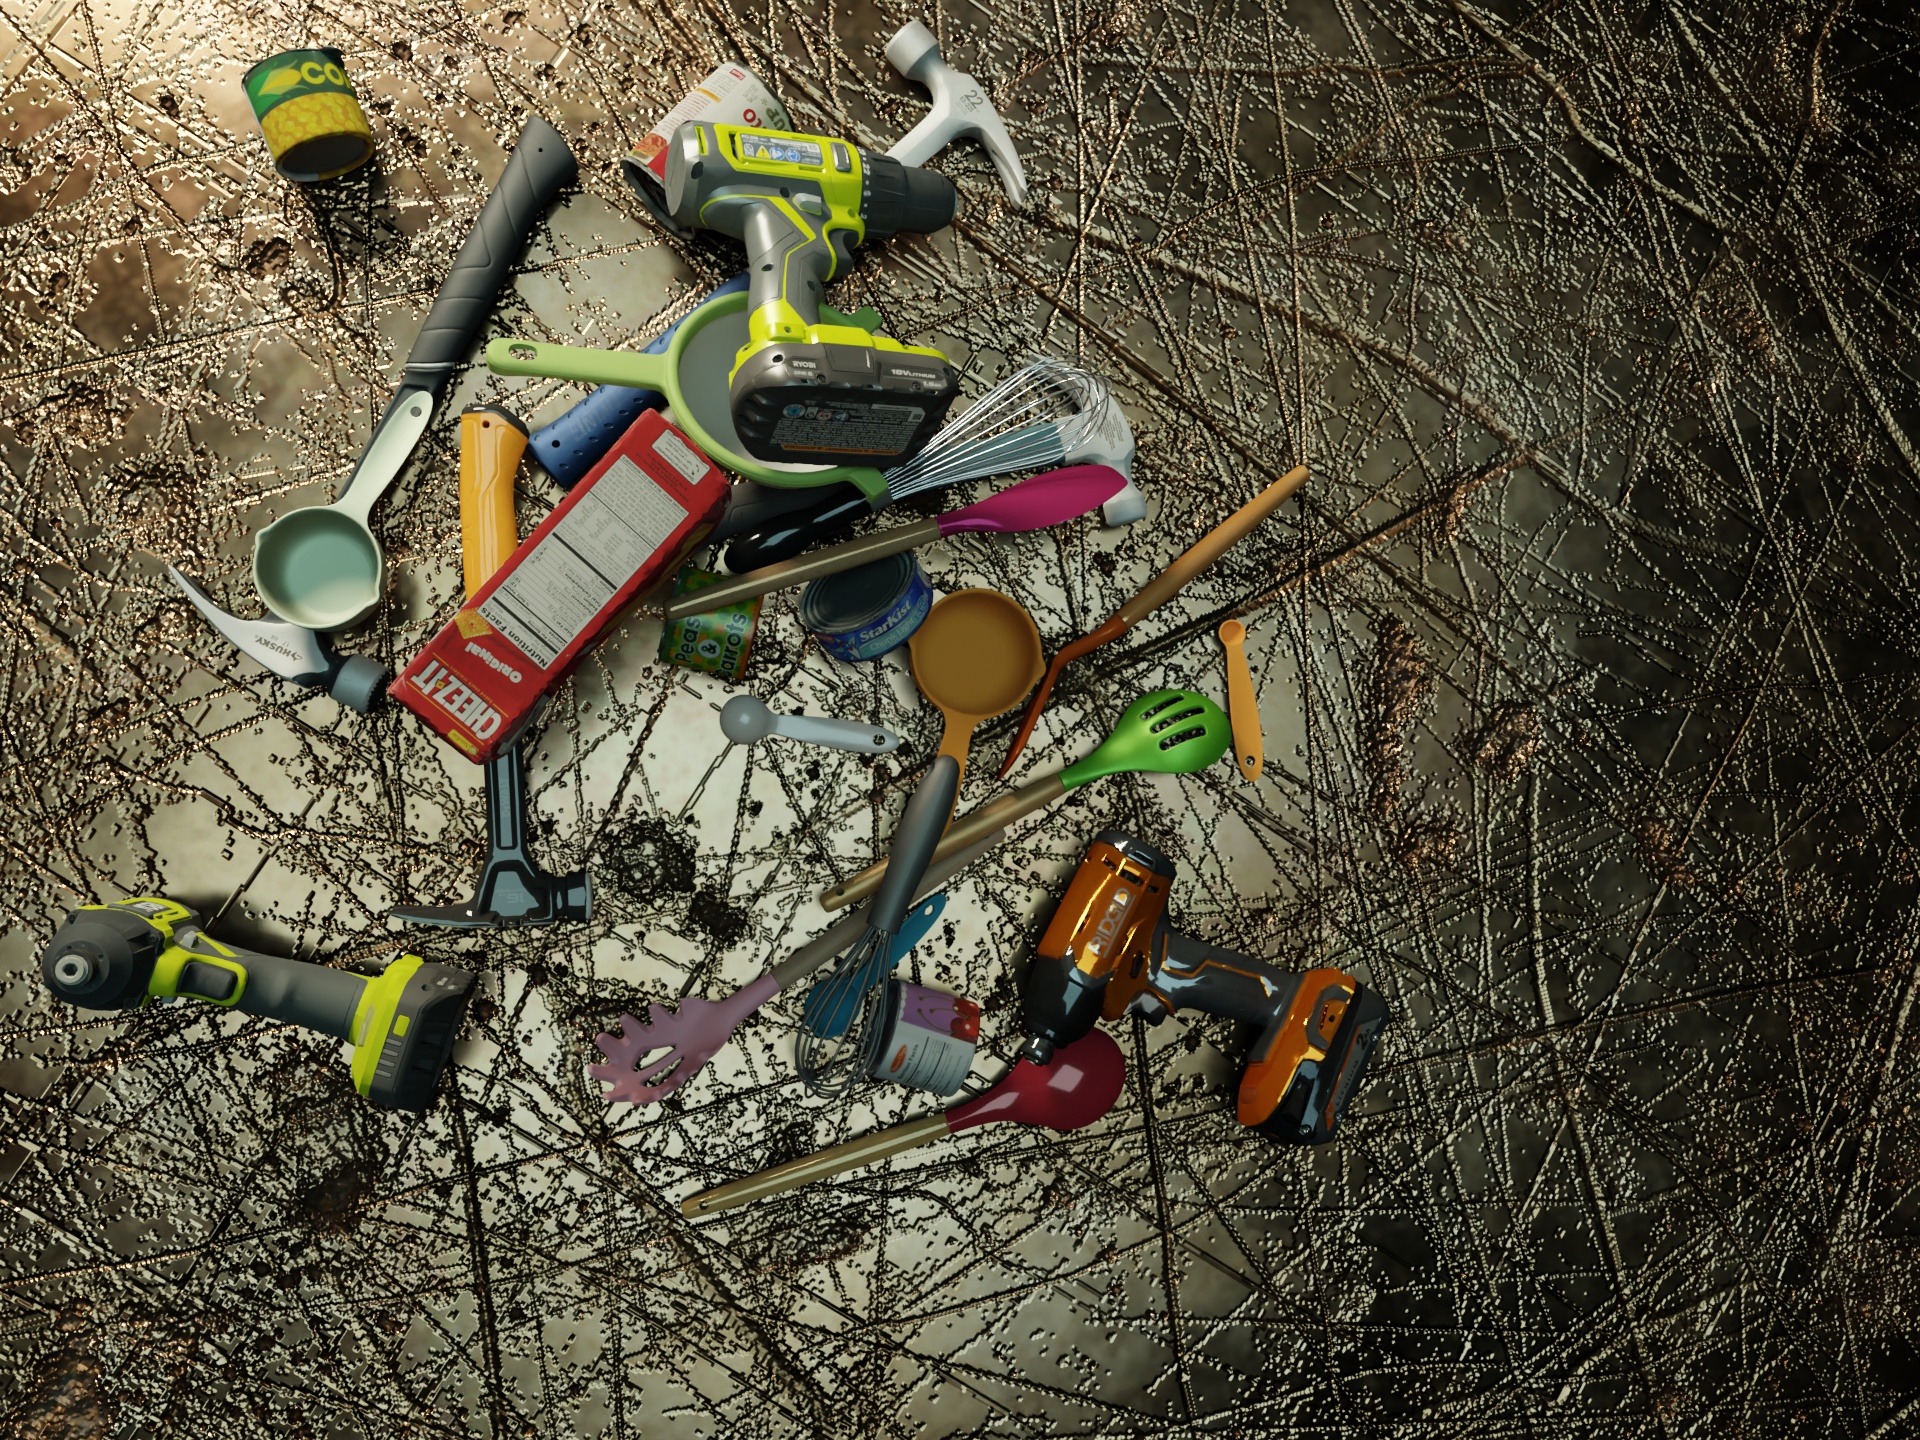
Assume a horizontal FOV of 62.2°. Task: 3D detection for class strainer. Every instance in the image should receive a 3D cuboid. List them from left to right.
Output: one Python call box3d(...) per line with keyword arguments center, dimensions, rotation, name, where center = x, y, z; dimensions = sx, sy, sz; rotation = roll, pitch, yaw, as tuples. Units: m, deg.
box3d(center=(-0.171, -0.204, 1.019), dimensions=(0.256, 0.069, 0.152), rotation=(4, 63, -15), name="strainer")

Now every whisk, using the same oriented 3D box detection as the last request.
box3d(center=(-0.051, 0.133, 1.031), dimensions=(0.055, 0.055, 0.239), rotation=(22, 85, -7), name="whisk")
box3d(center=(-0.027, -0.165, 1.053), dimensions=(0.284, 0.070, 0.070), rotation=(-27, 91, -5), name="whisk")

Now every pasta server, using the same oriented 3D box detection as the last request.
box3d(center=(-0.101, 0.156, 1.060), dimensions=(0.316, 0.040, 0.060), rotation=(-33, 64, -11), name="pasta server")

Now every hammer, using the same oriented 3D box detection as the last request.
box3d(center=(-0.363, -0.217, 1.045), dimensions=(0.149, 0.036, 0.409), rotation=(26, 82, -6), name="hammer")
box3d(center=(-0.307, -0.034, 1.026), dimensions=(0.127, 0.034, 0.337), rotation=(-2, 92, -11), name="hammer")
box3d(center=(-0.127, -0.301, 1.088), dimensions=(0.405, 0.035, 0.144), rotation=(-43, 93, -9), name="hammer")
box3d(center=(-0.041, -0.167, 1.094), dimensions=(0.331, 0.033, 0.128), rotation=(-13, 89, -10), name="hammer")

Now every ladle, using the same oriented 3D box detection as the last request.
box3d(center=(-0.034, 0.278, 1.069), dimensions=(0.315, 0.031, 0.069), rotation=(-17, 85, -8), name="ladle")

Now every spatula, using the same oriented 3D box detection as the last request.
box3d(center=(0.135, -0.075, 1.109), dimensions=(0.322, 0.081, 0.041), rotation=(-39, 84, -15), name="spatula")

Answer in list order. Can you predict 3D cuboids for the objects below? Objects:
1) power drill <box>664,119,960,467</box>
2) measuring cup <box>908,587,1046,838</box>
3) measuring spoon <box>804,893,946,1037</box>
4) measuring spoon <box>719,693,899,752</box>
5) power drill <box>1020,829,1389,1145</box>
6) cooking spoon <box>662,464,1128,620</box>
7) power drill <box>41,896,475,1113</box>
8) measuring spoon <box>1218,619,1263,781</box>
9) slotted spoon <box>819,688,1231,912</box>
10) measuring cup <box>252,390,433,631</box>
box3d(center=(-0.076, -0.275, 1.002), dimensions=(0.190, 0.080, 0.229), rotation=(-1, 63, -24), name="power drill")
box3d(center=(-0.002, -0.003, 1.082), dimensions=(0.095, 0.052, 0.173), rotation=(13, 90, -7), name="measuring cup")
box3d(center=(-0.059, 0.161, 1.078), dimensions=(0.128, 0.021, 0.042), rotation=(-44, 129, -18), name="measuring spoon")
box3d(center=(-0.101, 0.006, 1.080), dimensions=(0.124, 0.018, 0.034), rotation=(9, 85, -9), name="measuring spoon")
box3d(center=(0.155, 0.197, 1.071), dimensions=(0.226, 0.084, 0.164), rotation=(31, 74, -3), name="power drill")
box3d(center=(-0.039, -0.118, 1.037), dimensions=(0.319, 0.069, 0.017), rotation=(-19, 125, -13), name="cooking spoon")
box3d(center=(-0.414, 0.162, 0.944), dimensions=(0.223, 0.171, 0.080), rotation=(18, 84, -11), name="power drill")
box3d(center=(0.200, -0.014, 1.136), dimensions=(0.021, 0.011, 0.117), rotation=(-9, 91, -11), name="measuring spoon")
box3d(center=(0.047, 0.056, 1.084), dimensions=(0.314, 0.031, 0.070), rotation=(-26, 61, -11), name="slotted spoon")
box3d(center=(-0.376, -0.131, 1.000), dimensions=(0.083, 0.038, 0.167), rotation=(29, 80, -4), name="measuring cup")
